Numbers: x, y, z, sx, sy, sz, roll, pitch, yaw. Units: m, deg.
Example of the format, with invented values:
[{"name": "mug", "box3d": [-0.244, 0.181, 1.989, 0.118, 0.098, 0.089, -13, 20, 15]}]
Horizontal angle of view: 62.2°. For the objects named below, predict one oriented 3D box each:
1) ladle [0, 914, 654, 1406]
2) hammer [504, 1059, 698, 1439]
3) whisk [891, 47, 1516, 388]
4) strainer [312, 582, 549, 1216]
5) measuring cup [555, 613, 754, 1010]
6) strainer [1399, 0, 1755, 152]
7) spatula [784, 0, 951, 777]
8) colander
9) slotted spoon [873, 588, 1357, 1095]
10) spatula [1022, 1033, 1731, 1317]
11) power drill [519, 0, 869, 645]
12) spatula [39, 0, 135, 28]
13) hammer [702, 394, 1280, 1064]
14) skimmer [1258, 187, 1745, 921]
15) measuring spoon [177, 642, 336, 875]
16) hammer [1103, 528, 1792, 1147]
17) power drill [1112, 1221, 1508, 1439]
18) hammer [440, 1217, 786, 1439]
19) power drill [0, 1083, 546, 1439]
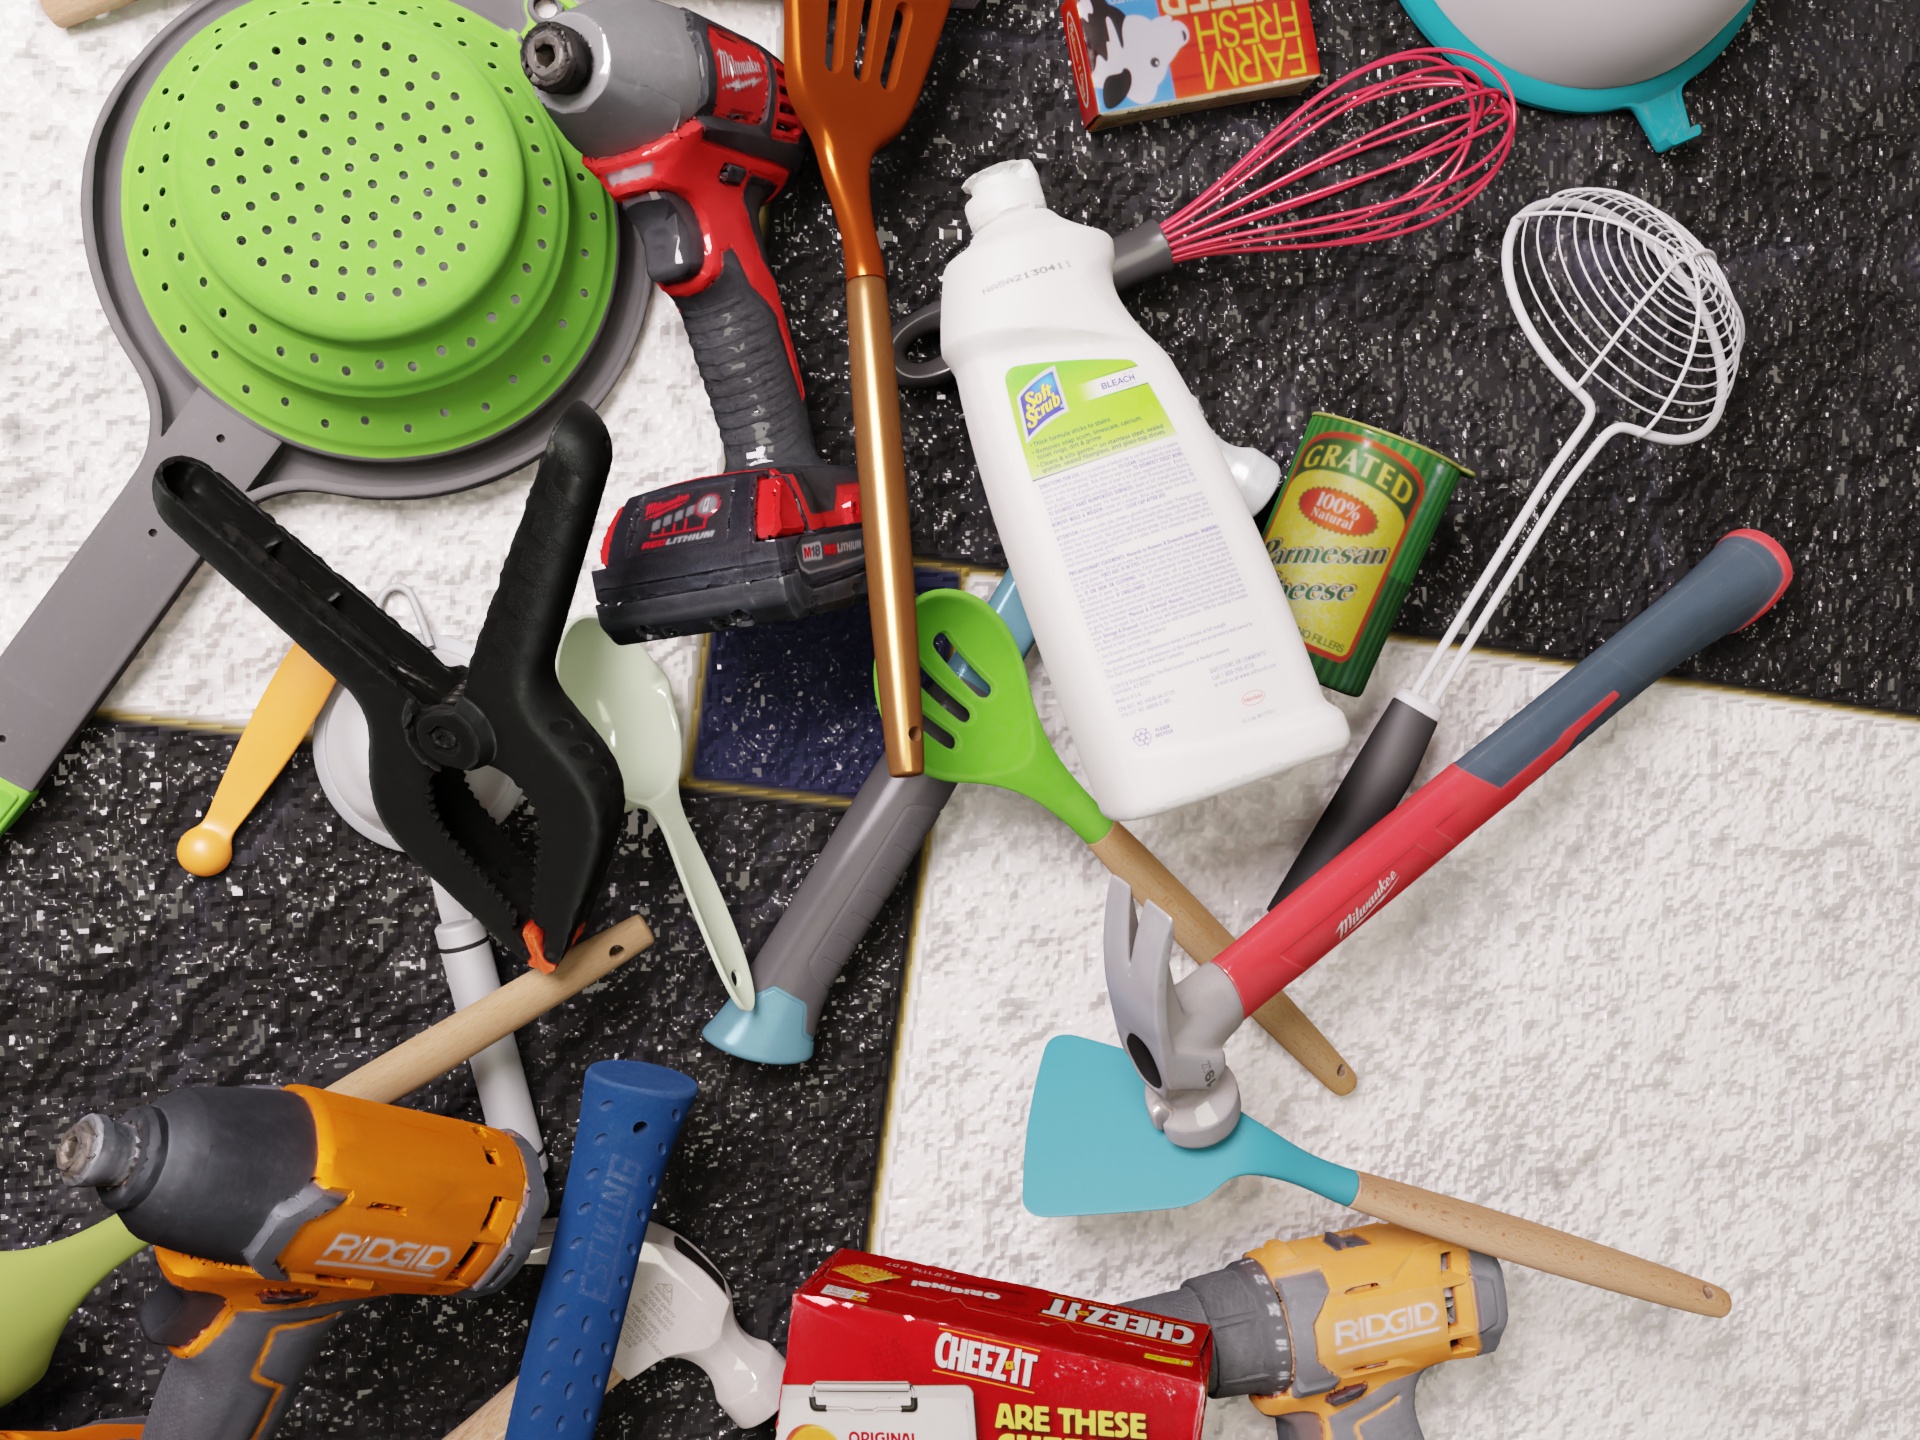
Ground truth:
[{"name": "ladle", "box3d": [-0.259, 0.155, 0.589, 0.320, 0.062, 0.078, -30, 110, -9]}, {"name": "hammer", "box3d": [-0.175, 0.328, 0.603, 0.144, 0.035, 0.405, 14, 92, -15]}, {"name": "whisk", "box3d": [0.101, -0.204, 0.661, 0.296, 0.073, 0.073, -24, 98, -4]}, {"name": "strainer", "box3d": [-0.195, 0.075, 0.616, 0.087, 0.050, 0.258, -11, 99, 4]}, {"name": "measuring cup", "box3d": [-0.126, 0.042, 0.614, 0.038, 0.083, 0.167, -18, 102, 20]}, {"name": "strainer", "box3d": [0.308, -0.436, 0.674, 0.211, 0.095, 0.340, 22, 89, -13]}, {"name": "spatula", "box3d": [-0.028, -0.141, 0.583, 0.081, 0.041, 0.323, 2, 80, -39]}, {"name": "colander", "box3d": [-0.256, -0.117, 0.561, 0.204, 0.094, 0.397, 35, 85, -13]}, {"name": "slotted spoon", "box3d": [0.072, 0.063, 0.660, 0.313, 0.031, 0.070, 45, 67, -22]}, {"name": "spatula", "box3d": [0.183, 0.208, 0.677, 0.317, 0.044, 0.082, 19, 51, -9]}, {"name": "power drill", "box3d": [-0.093, -0.144, 0.574, 0.078, 0.143, 0.219, -7, 97, 21]}, {"name": "spatula", "box3d": [-0.187, -0.321, 0.573, 0.316, 0.018, 0.060, -24, 91, 2]}, {"name": "hammer", "box3d": [-0.001, -0.002, 0.659, 0.128, 0.033, 0.331, 33, 86, -14]}, {"name": "skimmer", "box3d": [0.225, -0.065, 0.711, 0.127, 0.090, 0.363, 28, 97, -13]}, {"name": "measuring spoon", "box3d": [-0.263, 0.010, 0.601, 0.021, 0.011, 0.117, 31, 95, -12]}, {"name": "hammer", "box3d": [0.217, 0.016, 0.664, 0.386, 0.038, 0.143, -35, 134, -19]}, {"name": "power drill", "box3d": [0.153, 0.339, 0.692, 0.185, 0.084, 0.226, -7, 90, -13]}, {"name": "hammer", "box3d": [-0.233, 0.321, 0.623, 0.331, 0.031, 0.130, -38, 102, -8]}, {"name": "power drill", "box3d": [-0.268, 0.218, 0.537, 0.226, 0.084, 0.164, -51, 139, 4]}]
